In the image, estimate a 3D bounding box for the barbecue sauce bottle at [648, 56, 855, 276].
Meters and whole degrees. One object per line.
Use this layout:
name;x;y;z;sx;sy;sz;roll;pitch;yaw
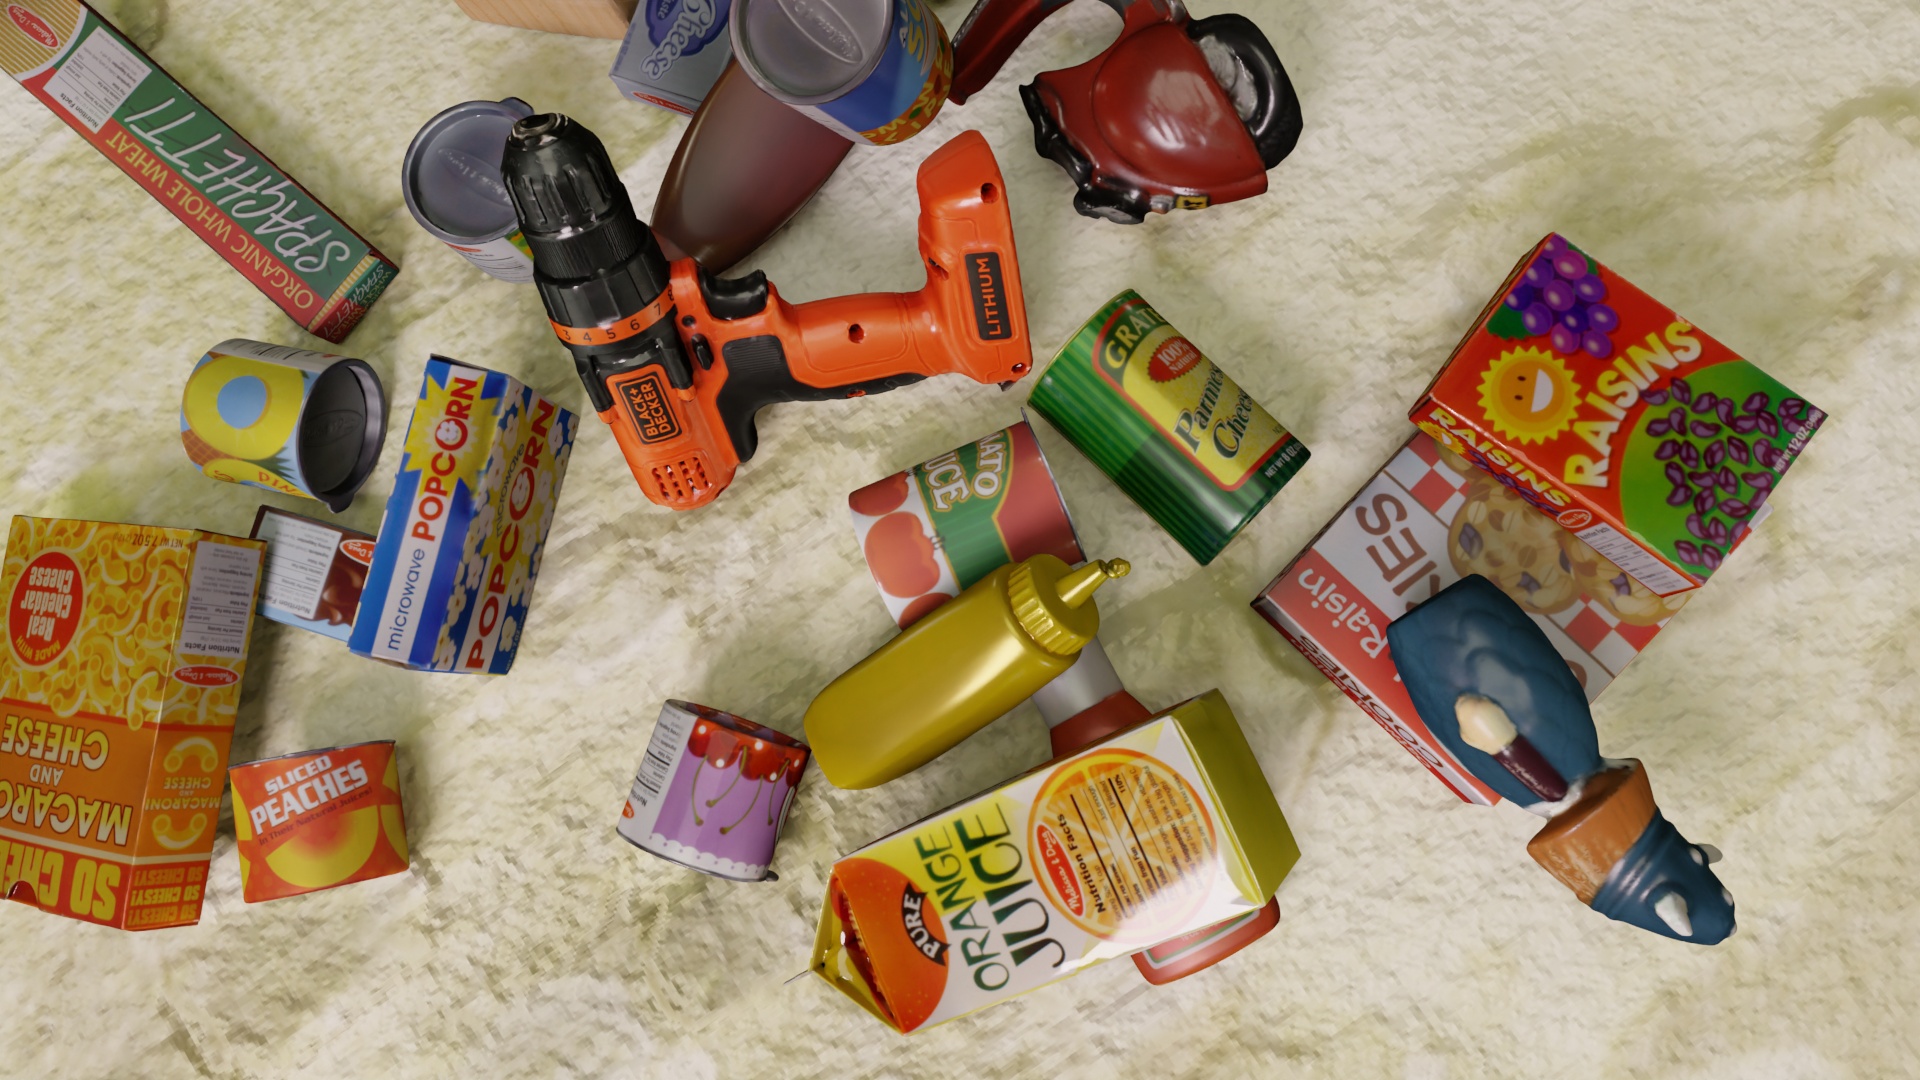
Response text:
barbecue sauce bottle;-0.104;-0.159;0.626;0.065;0.044;0.148;37;88;-16

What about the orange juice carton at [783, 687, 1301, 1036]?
orange juice carton;0.023;0.130;0.533;0.192;0.072;0.073;-28;81;22

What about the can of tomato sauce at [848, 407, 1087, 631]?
can of tomato sauce;0.002;-0.007;0.586;0.083;0.071;0.071;-23;81;3

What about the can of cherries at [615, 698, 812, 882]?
can of cherries;-0.100;0.105;0.583;0.071;0.071;0.058;19;84;8

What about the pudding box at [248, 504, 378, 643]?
pudding box;-0.281;0.019;0.628;0.084;0.030;0.049;15;83;7

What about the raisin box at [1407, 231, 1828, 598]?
raisin box;0.253;-0.049;0.542;0.123;0.040;0.086;37;86;8

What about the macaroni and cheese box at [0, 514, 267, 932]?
macaroni and cheese box;-0.376;0.076;0.608;0.124;0.040;0.166;3;82;25

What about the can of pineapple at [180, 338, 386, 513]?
can of pineapple;-0.302;-0.052;0.622;0.058;0.071;0.071;11;84;7

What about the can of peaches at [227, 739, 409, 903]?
can of peaches;-0.274;0.119;0.594;0.071;0.071;0.058;-11;83;4

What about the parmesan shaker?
parmesan shaker;0.089;-0.048;0.586;0.103;0.071;0.071;44;89;9

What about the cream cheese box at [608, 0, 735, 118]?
cream cheese box;-0.121;-0.252;0.652;0.053;0.024;0.104;19;85;7

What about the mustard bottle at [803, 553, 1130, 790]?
mustard bottle;0.007;0.046;0.551;0.159;0.065;0.049;-37;74;30

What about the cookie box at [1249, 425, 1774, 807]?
cookie box;0.225;0.008;0.577;0.123;0.040;0.167;44;87;9

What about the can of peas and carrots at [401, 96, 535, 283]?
can of peas and carrots;-0.207;-0.159;0.631;0.071;0.058;0.071;-1;82;5

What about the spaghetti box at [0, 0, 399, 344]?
spaghetti box;-0.375;-0.187;0.666;0.250;0.028;0.050;39;88;9

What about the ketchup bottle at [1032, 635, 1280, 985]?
ketchup bottle;0.070;0.103;0.577;0.064;0.043;0.149;-29;80;8

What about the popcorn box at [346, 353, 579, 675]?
popcorn box;-0.211;-0.007;0.597;0.038;0.085;0.127;12;83;6

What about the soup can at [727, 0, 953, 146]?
soup can;-0.043;-0.201;0.556;0.071;0.084;0.071;1;95;16
